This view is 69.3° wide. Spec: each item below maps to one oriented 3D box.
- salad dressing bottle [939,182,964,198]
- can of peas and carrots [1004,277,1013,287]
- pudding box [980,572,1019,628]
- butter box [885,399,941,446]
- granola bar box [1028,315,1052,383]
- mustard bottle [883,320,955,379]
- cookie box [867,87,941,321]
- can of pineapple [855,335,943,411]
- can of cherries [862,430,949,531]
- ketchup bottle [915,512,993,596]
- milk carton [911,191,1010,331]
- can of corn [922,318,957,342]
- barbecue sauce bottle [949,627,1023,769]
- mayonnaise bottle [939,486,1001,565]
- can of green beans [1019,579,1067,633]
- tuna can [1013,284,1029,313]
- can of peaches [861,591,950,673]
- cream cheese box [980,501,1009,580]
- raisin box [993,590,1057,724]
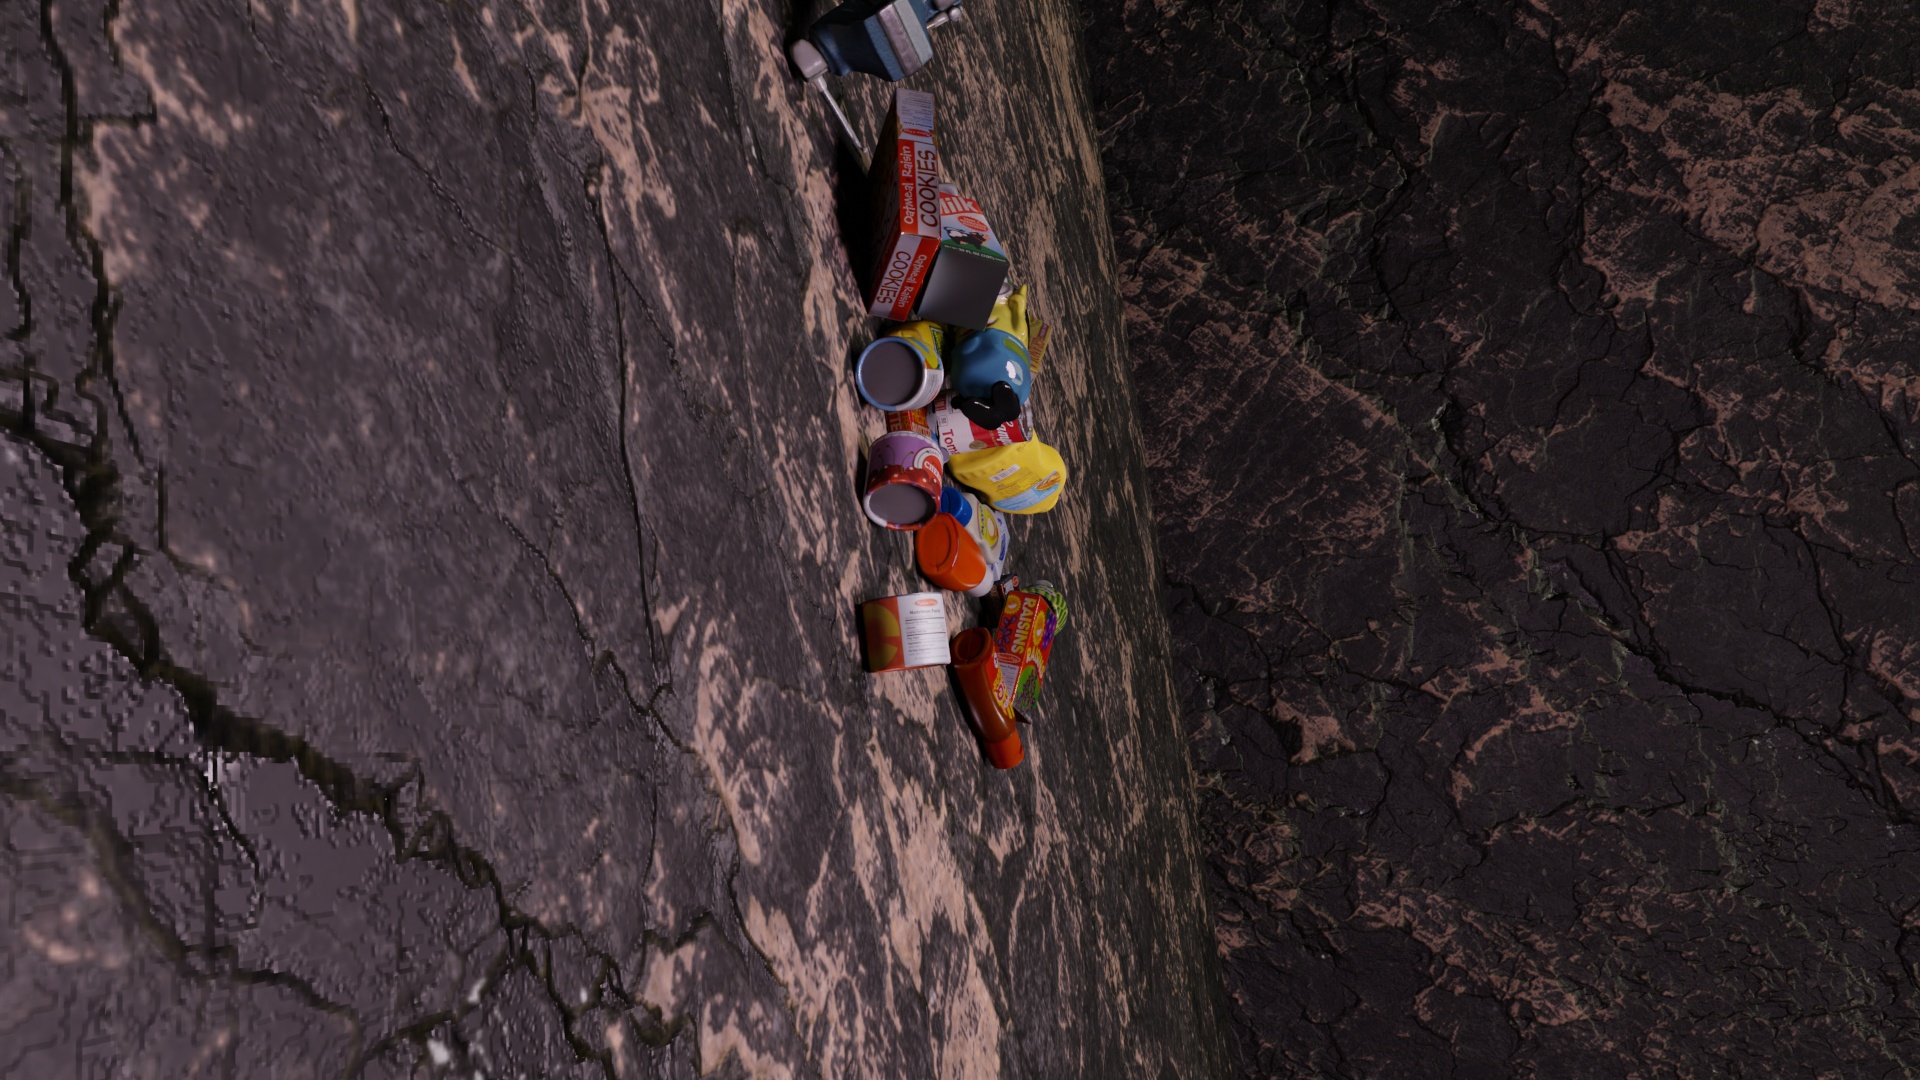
[{"bbox_3d":[-0.005,-0.368,1.608,0.147,0.044,0.064,19,64,-74],"label":"salad dressing bottle"},{"bbox_3d":[0.033,-0.274,1.653,0.071,0.071,0.059,37,46,-70],"label":"can of peas and carrots"},{"bbox_3d":[0.047,0.067,1.547,0.084,0.030,0.049,-26,105,-75],"label":"pudding box"},{"bbox_3d":[-0.045,-0.114,1.320,0.103,0.024,0.053,6,74,-76],"label":"butter box"},{"bbox_3d":[0.053,-0.176,1.583,0.123,0.039,0.166,-62,-176,27],"label":"granola bar box"},{"bbox_3d":[-0.034,-0.184,1.360,0.161,0.049,0.065,-40,119,-74],"label":"mustard bottle"},{"bbox_3d":[-0.053,-0.304,1.266,0.122,0.040,0.168,122,-31,-58],"label":"cookie box"},{"bbox_3d":[-0.055,-0.148,1.223,0.058,0.071,0.071,-24,104,-76],"label":"can of pineapple"},{"bbox_3d":[-0.046,-0.050,1.177,0.071,0.071,0.059,66,20,-45],"label":"can of cherries"},{"bbox_3d":[-0.002,0.022,1.358,0.148,0.043,0.065,44,42,-67],"label":"ketchup bottle"},{"bbox_3d":[-0.018,-0.283,1.337,0.191,0.072,0.073,-109,-145,-52],"label":"milk carton"},{"bbox_3d":[-0.004,-0.220,1.481,0.071,0.058,0.071,-11,91,-76],"label":"can of corn"},{"bbox_3d":[0.028,0.162,1.382,0.065,0.043,0.148,-79,156,-56],"label":"barbecue sauce bottle"},{"bbox_3d":[0.005,-0.018,1.416,0.148,0.041,0.065,42,43,-69],"label":"mayonnaise bottle"},{"bbox_3d":[0.087,0.086,1.621,0.058,0.071,0.071,-10,90,-76],"label":"can of green beans"},{"bbox_3d":[0.053,-0.287,1.728,0.033,0.071,0.071,30,51,-73],"label":"tuna can"},{"bbox_3d":[-0.045,0.075,1.116,0.071,0.071,0.058,19,62,-74],"label":"can of peaches"},{"bbox_3d":[0.032,0.000,1.548,0.104,0.024,0.053,-72,148,-62],"label":"cream cheese box"},{"bbox_3d":[0.063,0.125,1.483,0.086,0.040,0.124,50,52,-62],"label":"raisin box"}]
